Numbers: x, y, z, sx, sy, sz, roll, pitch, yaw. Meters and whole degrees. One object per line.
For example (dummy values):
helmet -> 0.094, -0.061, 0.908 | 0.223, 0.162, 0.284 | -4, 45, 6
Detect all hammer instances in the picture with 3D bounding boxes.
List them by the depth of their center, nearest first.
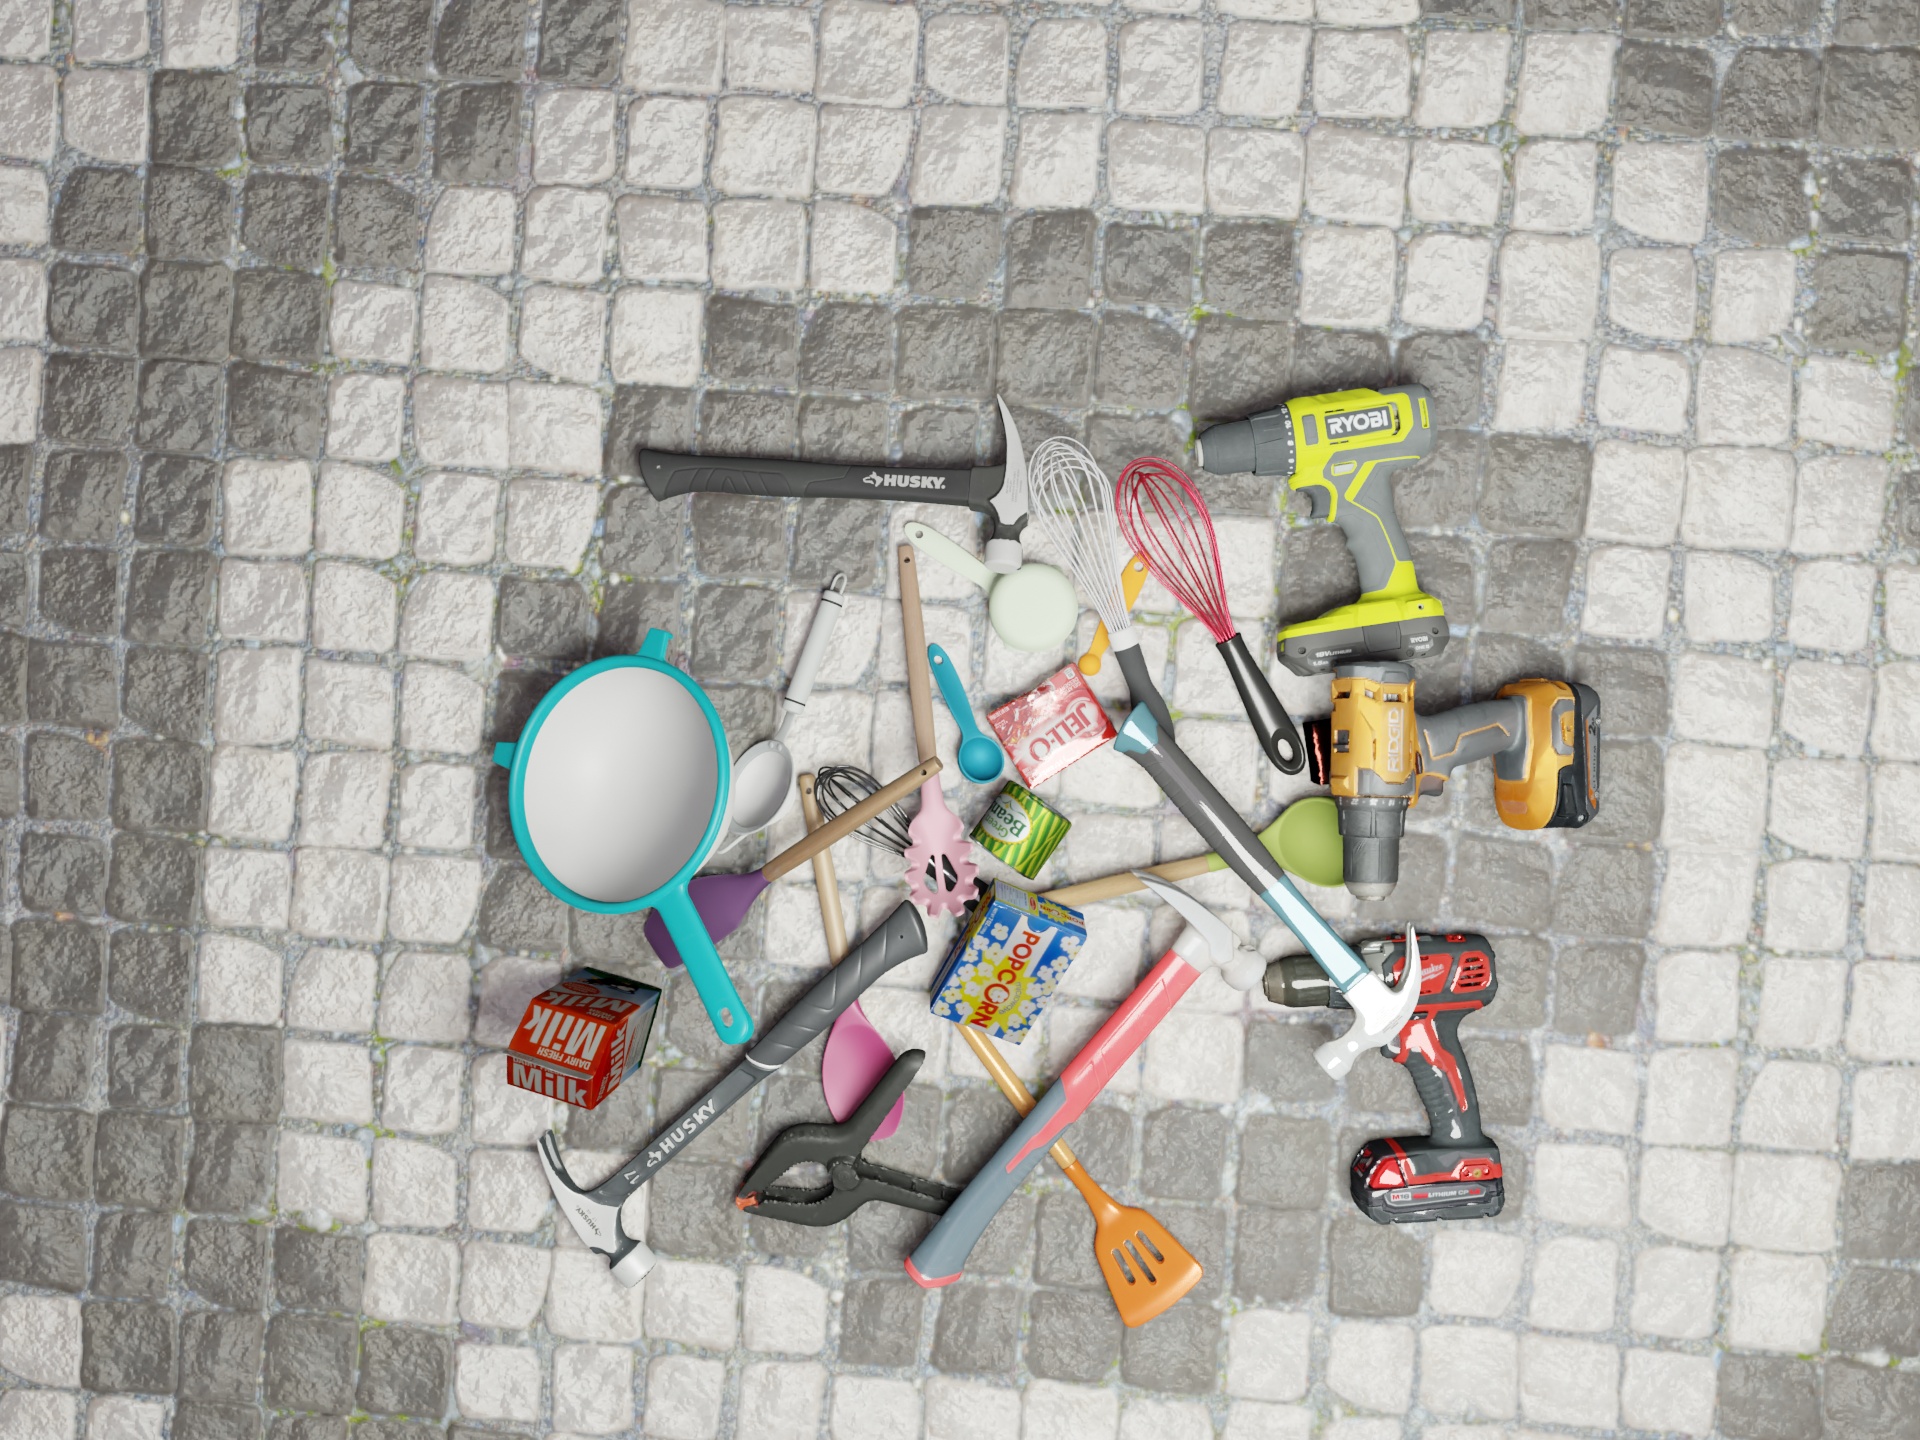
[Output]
hammer -> 0.239, 0.122, 1.274 | 0.128, 0.033, 0.331 | -41, 86, 6
hammer -> 0.076, 0.301, 1.298 | 0.143, 0.038, 0.386 | 40, 92, -20
hammer -> -0.107, -0.207, 1.336 | 0.335, 0.035, 0.146 | 4, 78, 7
hammer -> -0.185, 0.296, 1.347 | 0.409, 0.036, 0.149 | -43, 87, 6

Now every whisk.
whisk -> 0.124, -0.099, 1.313 | 0.070, 0.070, 0.284 | -21, 101, 3
whisk -> 0.212, -0.084, 1.320 | 0.073, 0.073, 0.296 | -28, 96, 3
whisk -> -0.027, 0.117, 1.341 | 0.239, 0.055, 0.055 | 38, 93, -2

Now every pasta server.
pasta server -> -0.029, 0.006, 1.319 | 0.060, 0.040, 0.316 | -5, 81, -5

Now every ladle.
ladle -> 0.180, 0.127, 1.312 | 0.320, 0.062, 0.078 | -13, 99, -1

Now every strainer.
strainer -> -0.232, 0.109, 1.300 | 0.211, 0.095, 0.341 | -34, 71, 15
strainer -> -0.142, -0.004, 1.347 | 0.087, 0.050, 0.258 | 17, 86, 46

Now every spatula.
spatula -> -0.143, 0.114, 1.325 | 0.316, 0.018, 0.060 | -33, 89, 19
spatula -> 0.078, 0.357, 1.342 | 0.081, 0.041, 0.322 | -37, 88, 2

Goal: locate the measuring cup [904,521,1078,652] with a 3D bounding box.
measuring cup -> 0.023, -0.120, 1.335 | 0.167, 0.038, 0.083 | 33, 93, 0

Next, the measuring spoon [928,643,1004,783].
measuring spoon -> -0.002, -0.004, 1.353 | 0.042, 0.021, 0.129 | -18, 80, -27

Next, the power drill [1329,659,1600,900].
power drill -> 0.392, 0.048, 1.257 | 0.226, 0.084, 0.185 | 2, 89, -21

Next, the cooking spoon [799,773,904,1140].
cooking spoon -> -0.102, 0.203, 1.360 | 0.069, 0.017, 0.319 | -10, 91, 7

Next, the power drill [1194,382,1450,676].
power drill -> 0.301, -0.155, 1.303 | 0.190, 0.080, 0.228 | -8, 88, 3

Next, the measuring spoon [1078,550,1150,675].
measuring spoon -> 0.131, -0.091, 1.344 | 0.021, 0.011, 0.117 | 27, 92, 2

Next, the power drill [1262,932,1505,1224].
power drill -> 0.351, 0.290, 1.310 | 0.188, 0.080, 0.227 | -5, 88, 3
